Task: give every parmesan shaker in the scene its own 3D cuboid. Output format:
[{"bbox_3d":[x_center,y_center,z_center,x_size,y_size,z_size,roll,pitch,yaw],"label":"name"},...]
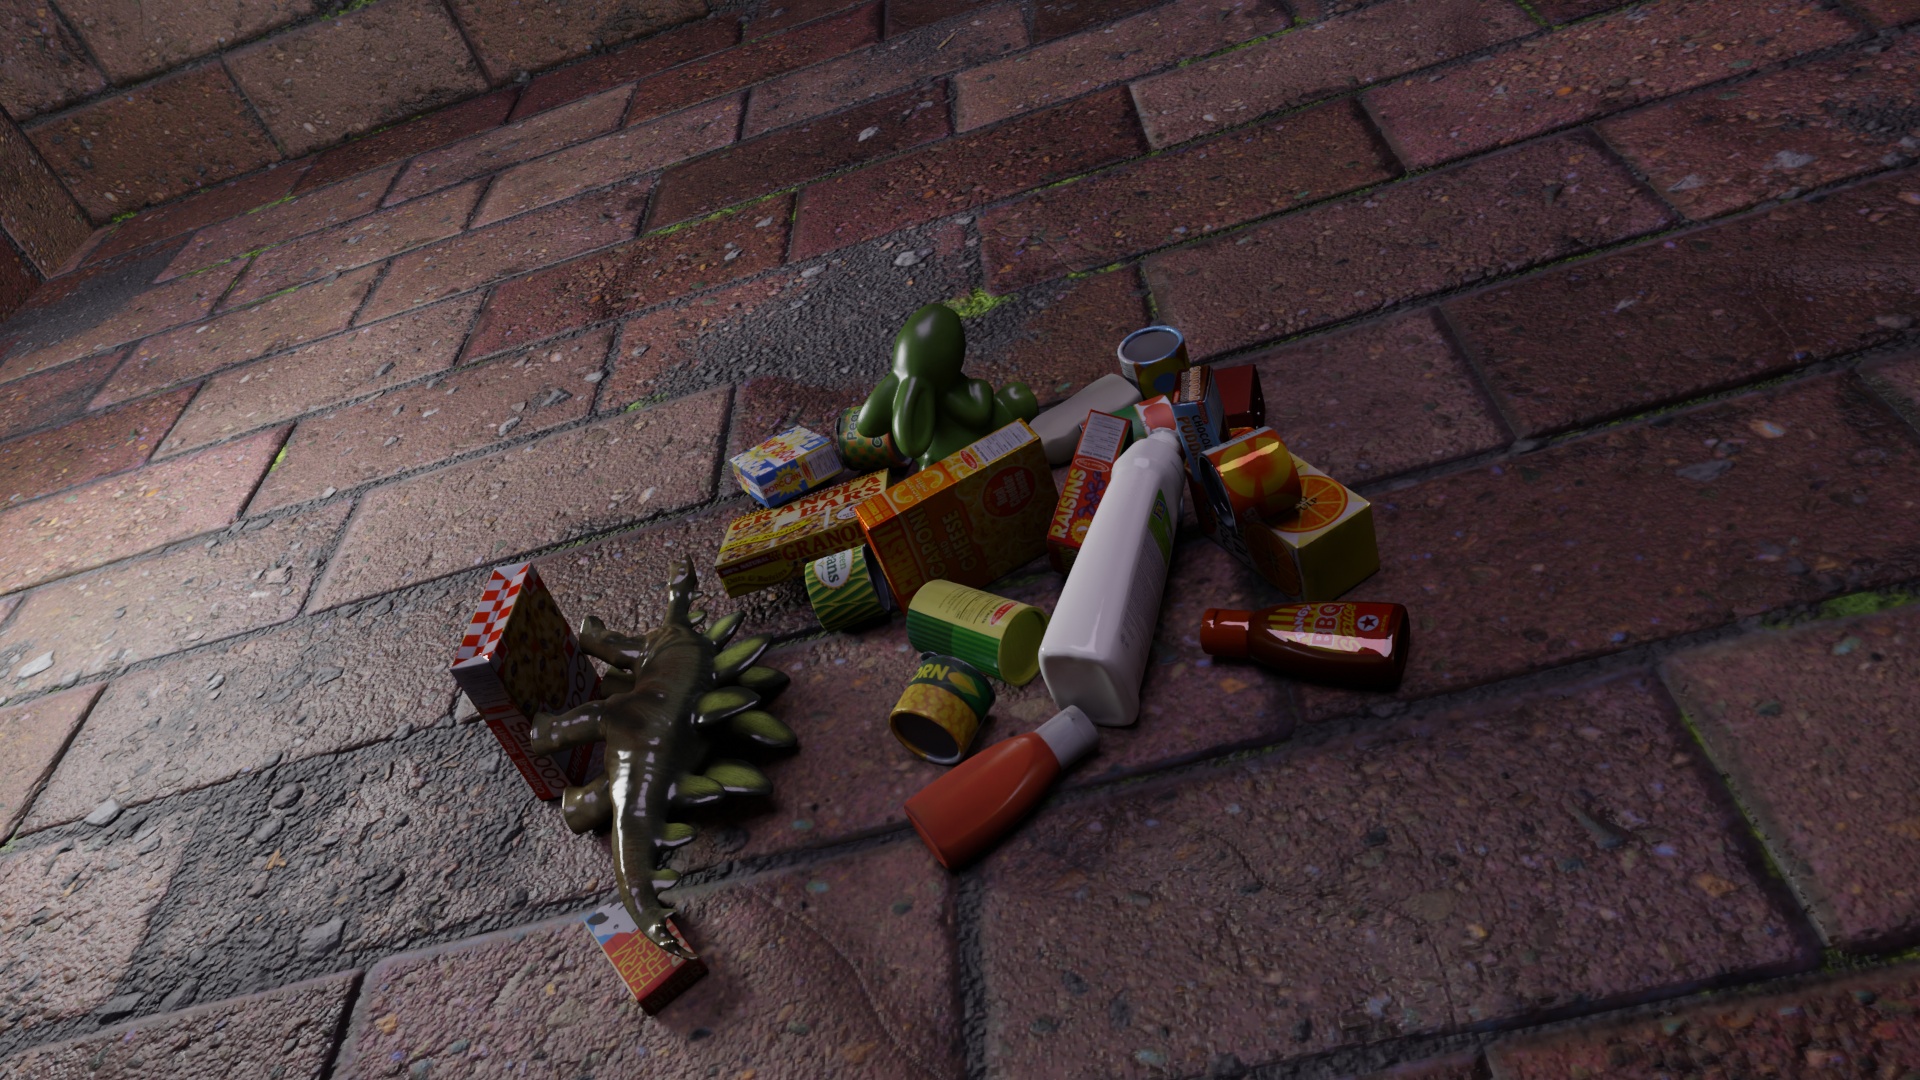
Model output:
[{"bbox_3d":[0.016,0.073,1.145,0.103,0.071,0.071,15,51,40],"label":"parmesan shaker"}]

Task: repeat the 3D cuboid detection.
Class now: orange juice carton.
[{"bbox_3d":[0.251,-0.029,1.146,0.073,0.071,0.193,-31,38,-12],"label":"orange juice carton"}]

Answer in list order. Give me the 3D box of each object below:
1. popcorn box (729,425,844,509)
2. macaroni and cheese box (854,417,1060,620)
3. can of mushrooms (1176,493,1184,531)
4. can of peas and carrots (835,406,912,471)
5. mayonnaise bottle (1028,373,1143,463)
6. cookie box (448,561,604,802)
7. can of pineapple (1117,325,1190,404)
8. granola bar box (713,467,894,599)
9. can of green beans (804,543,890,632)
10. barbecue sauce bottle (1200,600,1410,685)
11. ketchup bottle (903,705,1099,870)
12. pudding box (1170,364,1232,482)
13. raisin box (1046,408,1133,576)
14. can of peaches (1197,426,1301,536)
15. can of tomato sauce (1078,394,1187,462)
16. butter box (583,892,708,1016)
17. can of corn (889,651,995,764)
[{"bbox_3d":[-0.178,-0.076,1.413,0.085,0.038,0.127,-29,20,-14],"label":"popcorn box"},{"bbox_3d":[0.004,-0.015,1.208,0.167,0.123,0.040,-28,41,-8],"label":"macaroni and cheese box"},{"bbox_3d":[0.172,-0.041,1.208,0.033,0.070,0.071,-7,40,19],"label":"can of mushrooms"},{"bbox_3d":[-0.085,-0.106,1.409,0.058,0.070,0.071,-3,41,23],"label":"can of peas and carrots"},{"bbox_3d":[0.103,-0.106,1.341,0.148,0.041,0.065,-31,36,-9],"label":"mayonnaise bottle"},{"bbox_3d":[-0.365,0.122,1.191,0.040,0.166,0.123,-11,38,11],"label":"cookie box"},{"bbox_3d":[0.193,-0.169,1.358,0.071,0.057,0.071,-14,38,11],"label":"can of pineapple"},{"bbox_3d":[-0.142,-0.008,1.318,0.165,0.039,0.125,-18,21,6],"label":"granola bar box"},{"bbox_3d":[-0.100,0.042,1.239,0.058,0.071,0.071,-18,37,6],"label":"can of green beans"},{"bbox_3d":[0.256,0.073,1.042,0.148,0.043,0.065,2,44,29],"label":"barbecue sauce bottle"},{"bbox_3d":[0.034,0.177,1.026,0.149,0.043,0.065,-33,39,-14],"label":"ketchup bottle"},{"bbox_3d":[0.196,-0.094,1.123,0.030,0.083,0.050,-7,40,23],"label":"pudding box"},{"bbox_3d":[0.111,-0.037,1.178,0.040,0.086,0.123,16,73,13],"label":"raisin box"},{"bbox_3d":[0.223,-0.046,1.069,0.058,0.071,0.071,-23,37,-2],"label":"can of peaches"},{"bbox_3d":[0.158,-0.088,1.270,0.083,0.071,0.071,-20,37,2],"label":"can of tomato sauce"},{"bbox_3d":[-0.233,0.299,1.025,0.053,0.024,0.104,-37,39,-18],"label":"butter box"},{"bbox_3d":[-0.016,0.131,1.085,0.071,0.071,0.058,6,46,32],"label":"can of corn"}]
